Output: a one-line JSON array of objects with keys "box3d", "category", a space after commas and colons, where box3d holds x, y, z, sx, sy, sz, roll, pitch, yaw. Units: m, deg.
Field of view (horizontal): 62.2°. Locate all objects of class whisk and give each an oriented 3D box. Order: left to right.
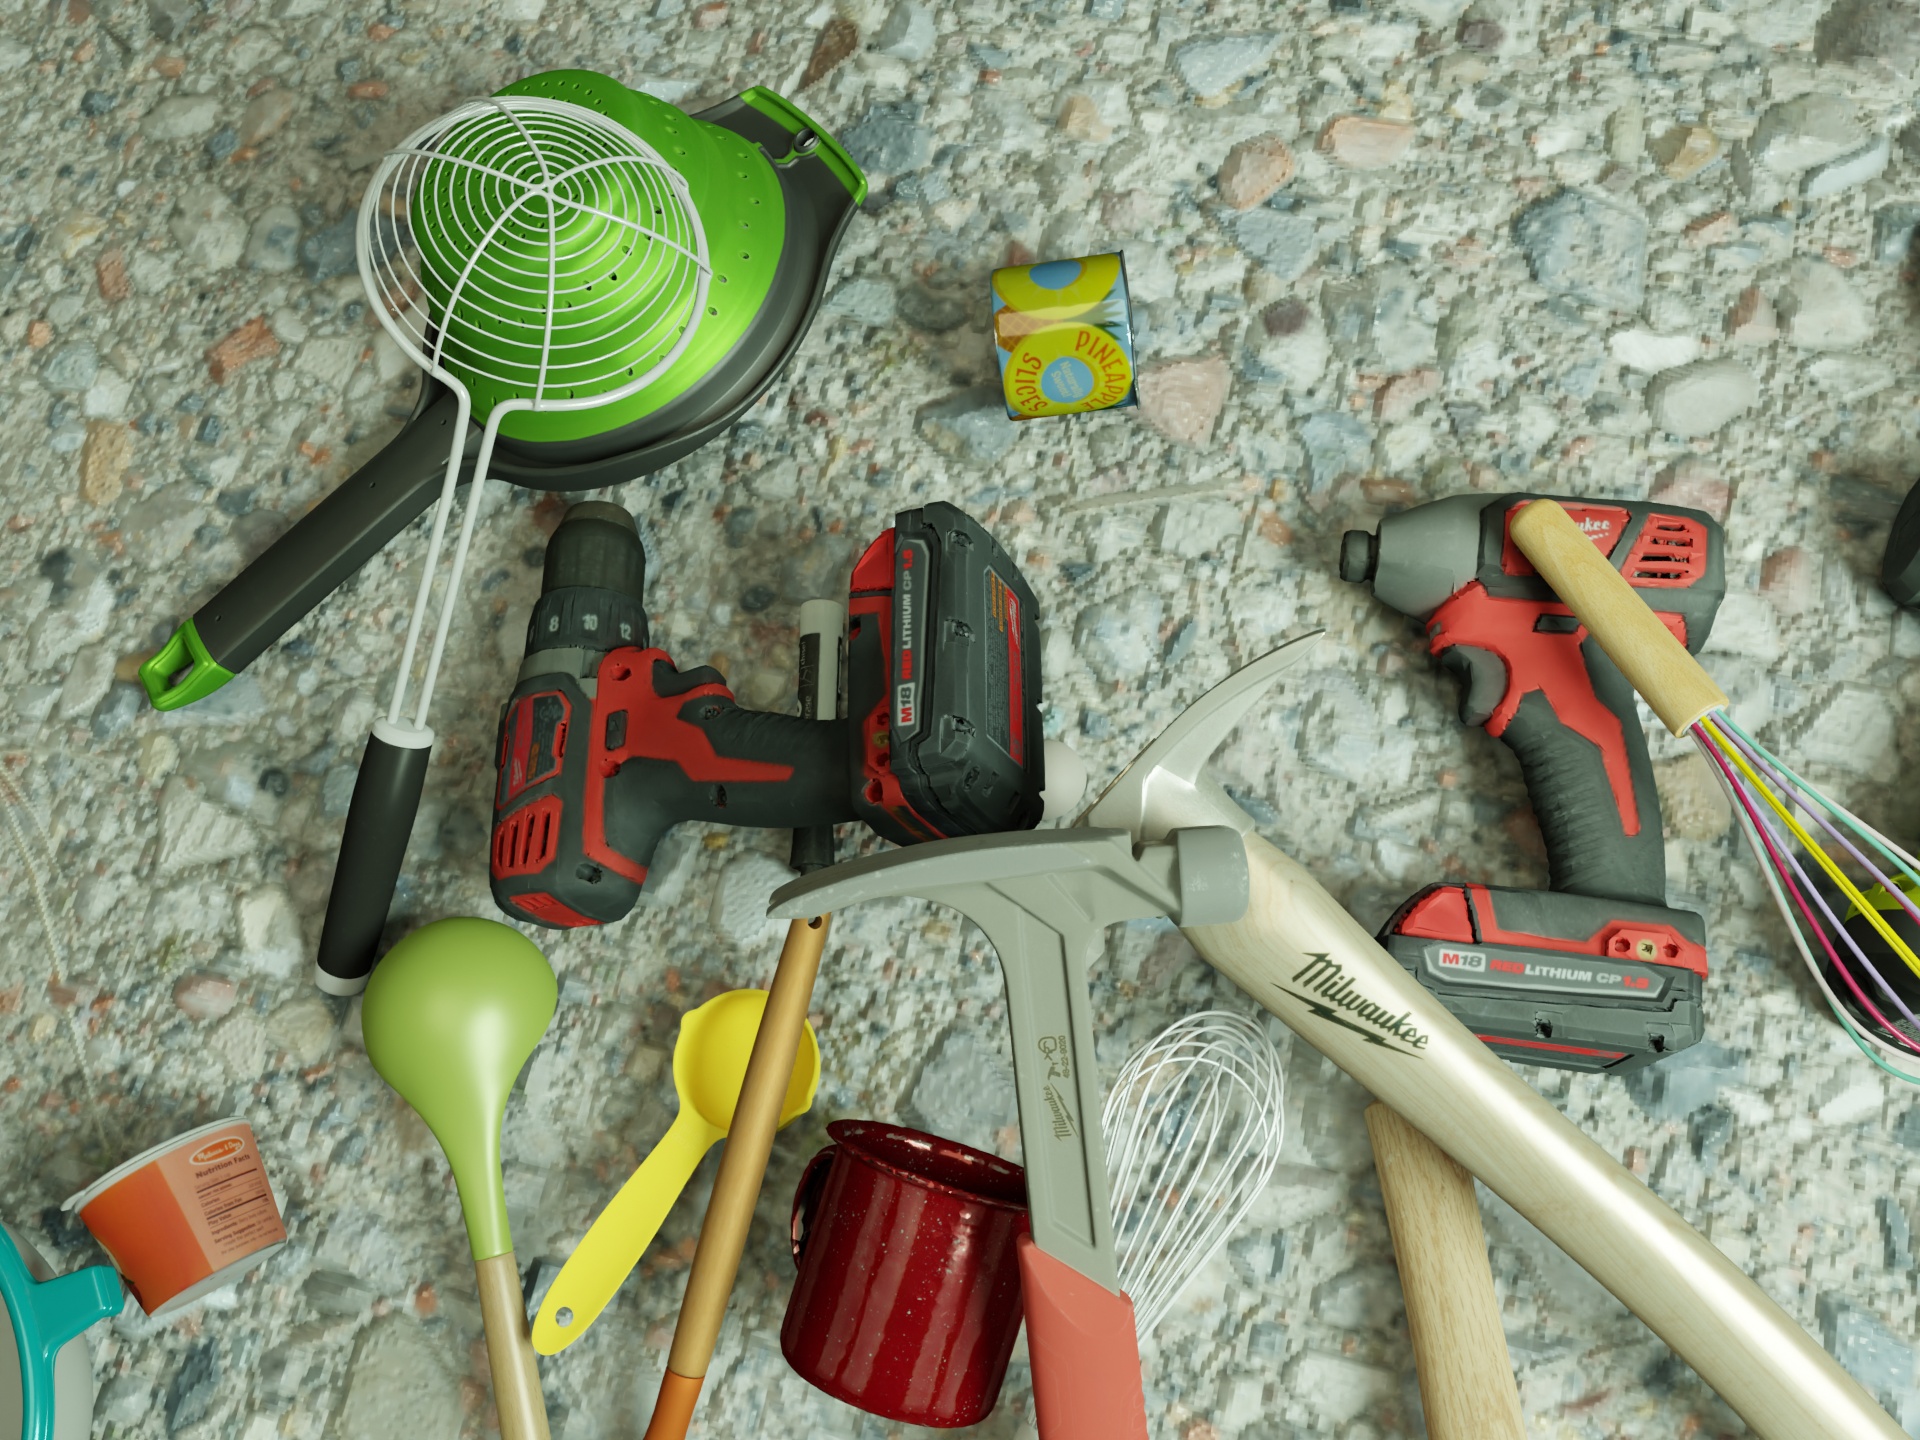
[{"box3d": [0.044, 0.234, 0.573, 0.070, 0.070, 0.284, 24, 82, 14], "category": "whisk"}, {"box3d": [0.267, 0.018, 0.543, 0.047, 0.051, 0.245, -9, 56, -36], "category": "whisk"}]

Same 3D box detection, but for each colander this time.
[{"box3d": [-0.227, -0.155, 0.688, 0.397, 0.094, 0.205, -41, 58, 0], "category": "colander"}]

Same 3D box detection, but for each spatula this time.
[{"box3d": [-0.092, 0.217, 0.580, 0.081, 0.041, 0.322, 16, 86, -16], "category": "spatula"}]

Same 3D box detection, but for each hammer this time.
[{"box3d": [0.031, 0.214, 0.513, 0.149, 0.037, 0.359, -6, 96, -2], "category": "hammer"}, {"box3d": [0.183, 0.288, 0.522, 0.130, 0.031, 0.332, -11, 63, 14], "category": "hammer"}, {"box3d": [0.209, 0.150, 0.517, 0.411, 0.038, 0.146, 43, 103, 6], "category": "hammer"}]

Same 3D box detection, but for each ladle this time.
[{"box3d": [-0.172, 0.232, 0.614, 0.078, 0.062, 0.320, -13, 79, -5], "category": "ladle"}]

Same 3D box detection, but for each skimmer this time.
[{"box3d": [-0.201, -0.060, 0.633, 0.127, 0.090, 0.363, 17, 111, -12], "category": "skimmer"}]

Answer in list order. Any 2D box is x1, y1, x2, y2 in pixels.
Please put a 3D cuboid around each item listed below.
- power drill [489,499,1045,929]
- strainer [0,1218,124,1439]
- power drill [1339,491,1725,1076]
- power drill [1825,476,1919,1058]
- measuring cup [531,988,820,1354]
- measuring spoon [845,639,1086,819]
[{"box3d": [-0.086, -0.021, 0.638, 0.227, 0.080, 0.188, -11, 64, 22], "category": "power drill"}, {"box3d": [-0.429, 0.330, 0.586, 0.211, 0.095, 0.340, 15, 78, 14], "category": "strainer"}, {"box3d": [0.211, 0.015, 0.607, 0.143, 0.078, 0.220, 6, 71, 9], "category": "power drill"}, {"box3d": [0.426, 0.024, 0.574, 0.190, 0.080, 0.228, 20, 74, 14], "category": "power drill"}, {"box3d": [-0.111, 0.175, 0.617, 0.062, 0.029, 0.156, 33, 76, 12], "category": "measuring cup"}, {"box3d": [-0.001, -0.002, 0.668, 0.124, 0.018, 0.034, 35, 81, 17], "category": "measuring spoon"}]
